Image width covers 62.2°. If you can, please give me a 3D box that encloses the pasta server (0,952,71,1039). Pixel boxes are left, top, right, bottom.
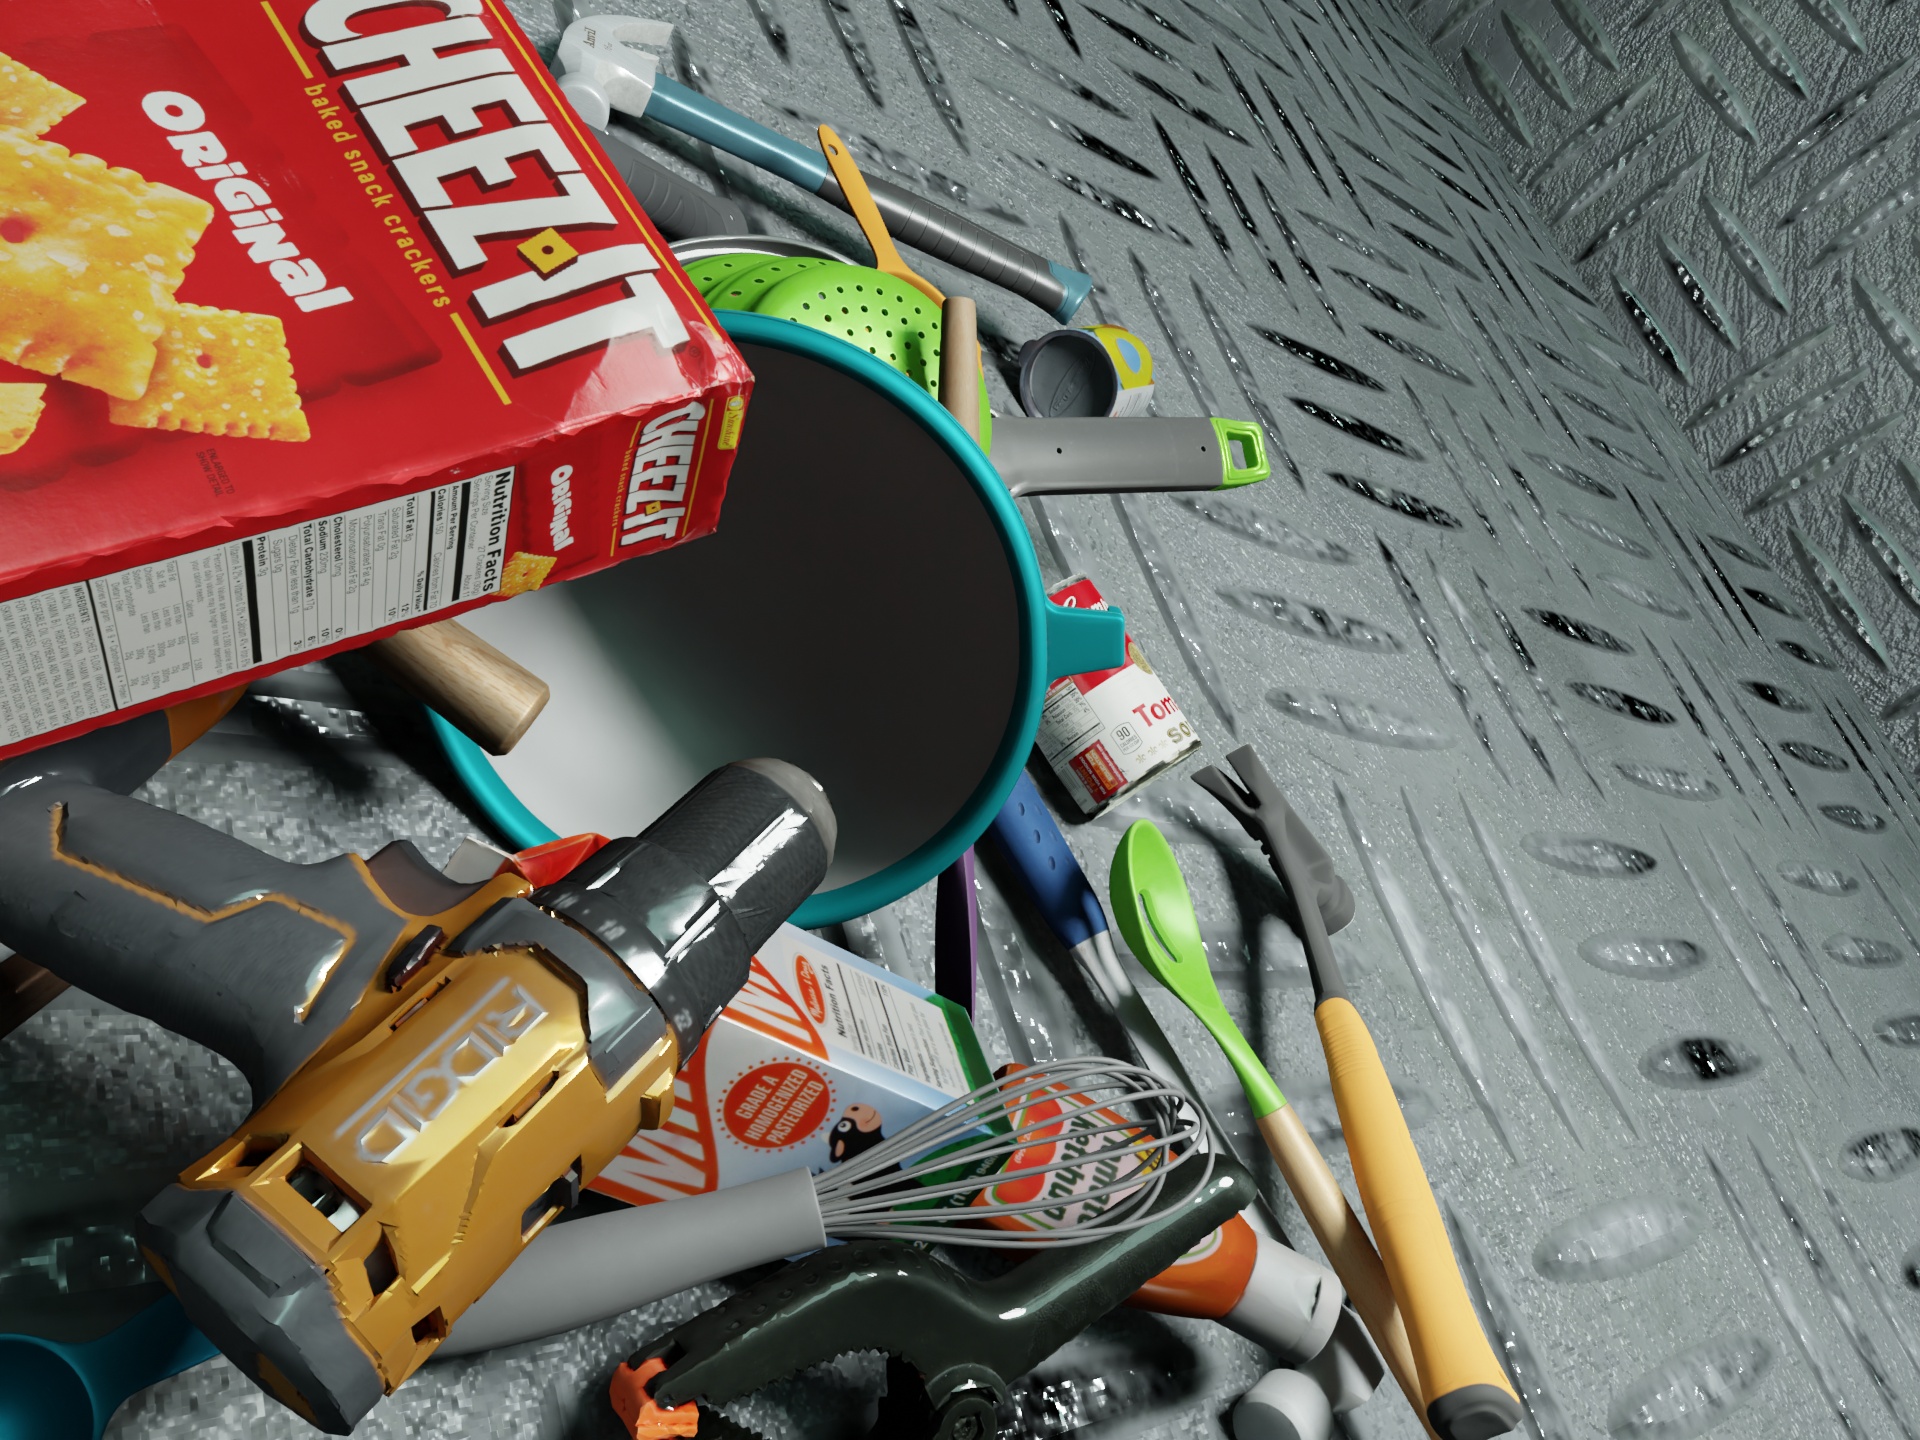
[{"bbox_3d":[-0.281,0.119,0.299,0.060,0.040,0.316,28,33,7],"label":"pasta server"}]

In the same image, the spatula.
[{"bbox_3d":[-0.001,-0.002,0.589,0.018,0.060,0.316,1,85,-11],"label":"spatula"}]

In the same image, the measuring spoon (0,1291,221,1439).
[{"bbox_3d":[-0.195,0.153,0.387,0.042,0.021,0.128,55,26,9],"label":"measuring spoon"}]

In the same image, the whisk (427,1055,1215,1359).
[{"bbox_3d":[-0.041,0.140,0.445,0.239,0.055,0.055,-12,61,-11],"label":"whisk"}]

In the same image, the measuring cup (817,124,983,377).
[{"bbox_3d":[-0.052,-0.223,0.834,0.095,0.052,0.174,-17,82,-52],"label":"measuring cup"}]

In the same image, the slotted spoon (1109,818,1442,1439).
[{"bbox_3d":[0.140,0.184,0.651,0.314,0.031,0.070,61,22,12],"label":"slotted spoon"}]

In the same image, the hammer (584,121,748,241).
[{"bbox_3d":[-0.169,-0.246,0.667,0.146,0.035,0.335,68,16,2],"label":"hammer"}]

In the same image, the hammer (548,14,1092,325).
[{"bbox_3d":[-0.066,-0.297,0.885,0.330,0.033,0.128,18,38,-26],"label":"hammer"}]

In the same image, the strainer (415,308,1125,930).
[{"bbox_3d":[-0.119,-0.082,0.536,0.340,0.211,0.095,43,19,-10],"label":"strainer"}]

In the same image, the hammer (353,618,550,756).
[{"bbox_3d":[-0.260,-0.097,0.455,0.331,0.031,0.130,38,2,-12],"label":"hammer"}]

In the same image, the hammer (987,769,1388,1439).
[{"bbox_3d":[0.065,0.105,0.697,0.144,0.035,0.406,-14,69,-52],"label":"hammer"}]

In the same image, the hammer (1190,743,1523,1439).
[{"bbox_3d":[0.171,0.149,0.695,0.127,0.034,0.337,50,19,-30],"label":"hammer"}]

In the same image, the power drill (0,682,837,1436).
[{"bbox_3d":[-0.158,0.028,0.391,0.226,0.084,0.185,35,53,14],"label":"power drill"}]

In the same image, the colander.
[{"bbox_3d":[0.012,-0.124,0.686,0.397,0.094,0.204,-7,84,-34],"label":"colander"}]

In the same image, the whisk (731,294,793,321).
[{"bbox_3d":[-0.156,-0.187,0.718,0.245,0.047,0.051,-10,68,-48],"label":"whisk"}]
